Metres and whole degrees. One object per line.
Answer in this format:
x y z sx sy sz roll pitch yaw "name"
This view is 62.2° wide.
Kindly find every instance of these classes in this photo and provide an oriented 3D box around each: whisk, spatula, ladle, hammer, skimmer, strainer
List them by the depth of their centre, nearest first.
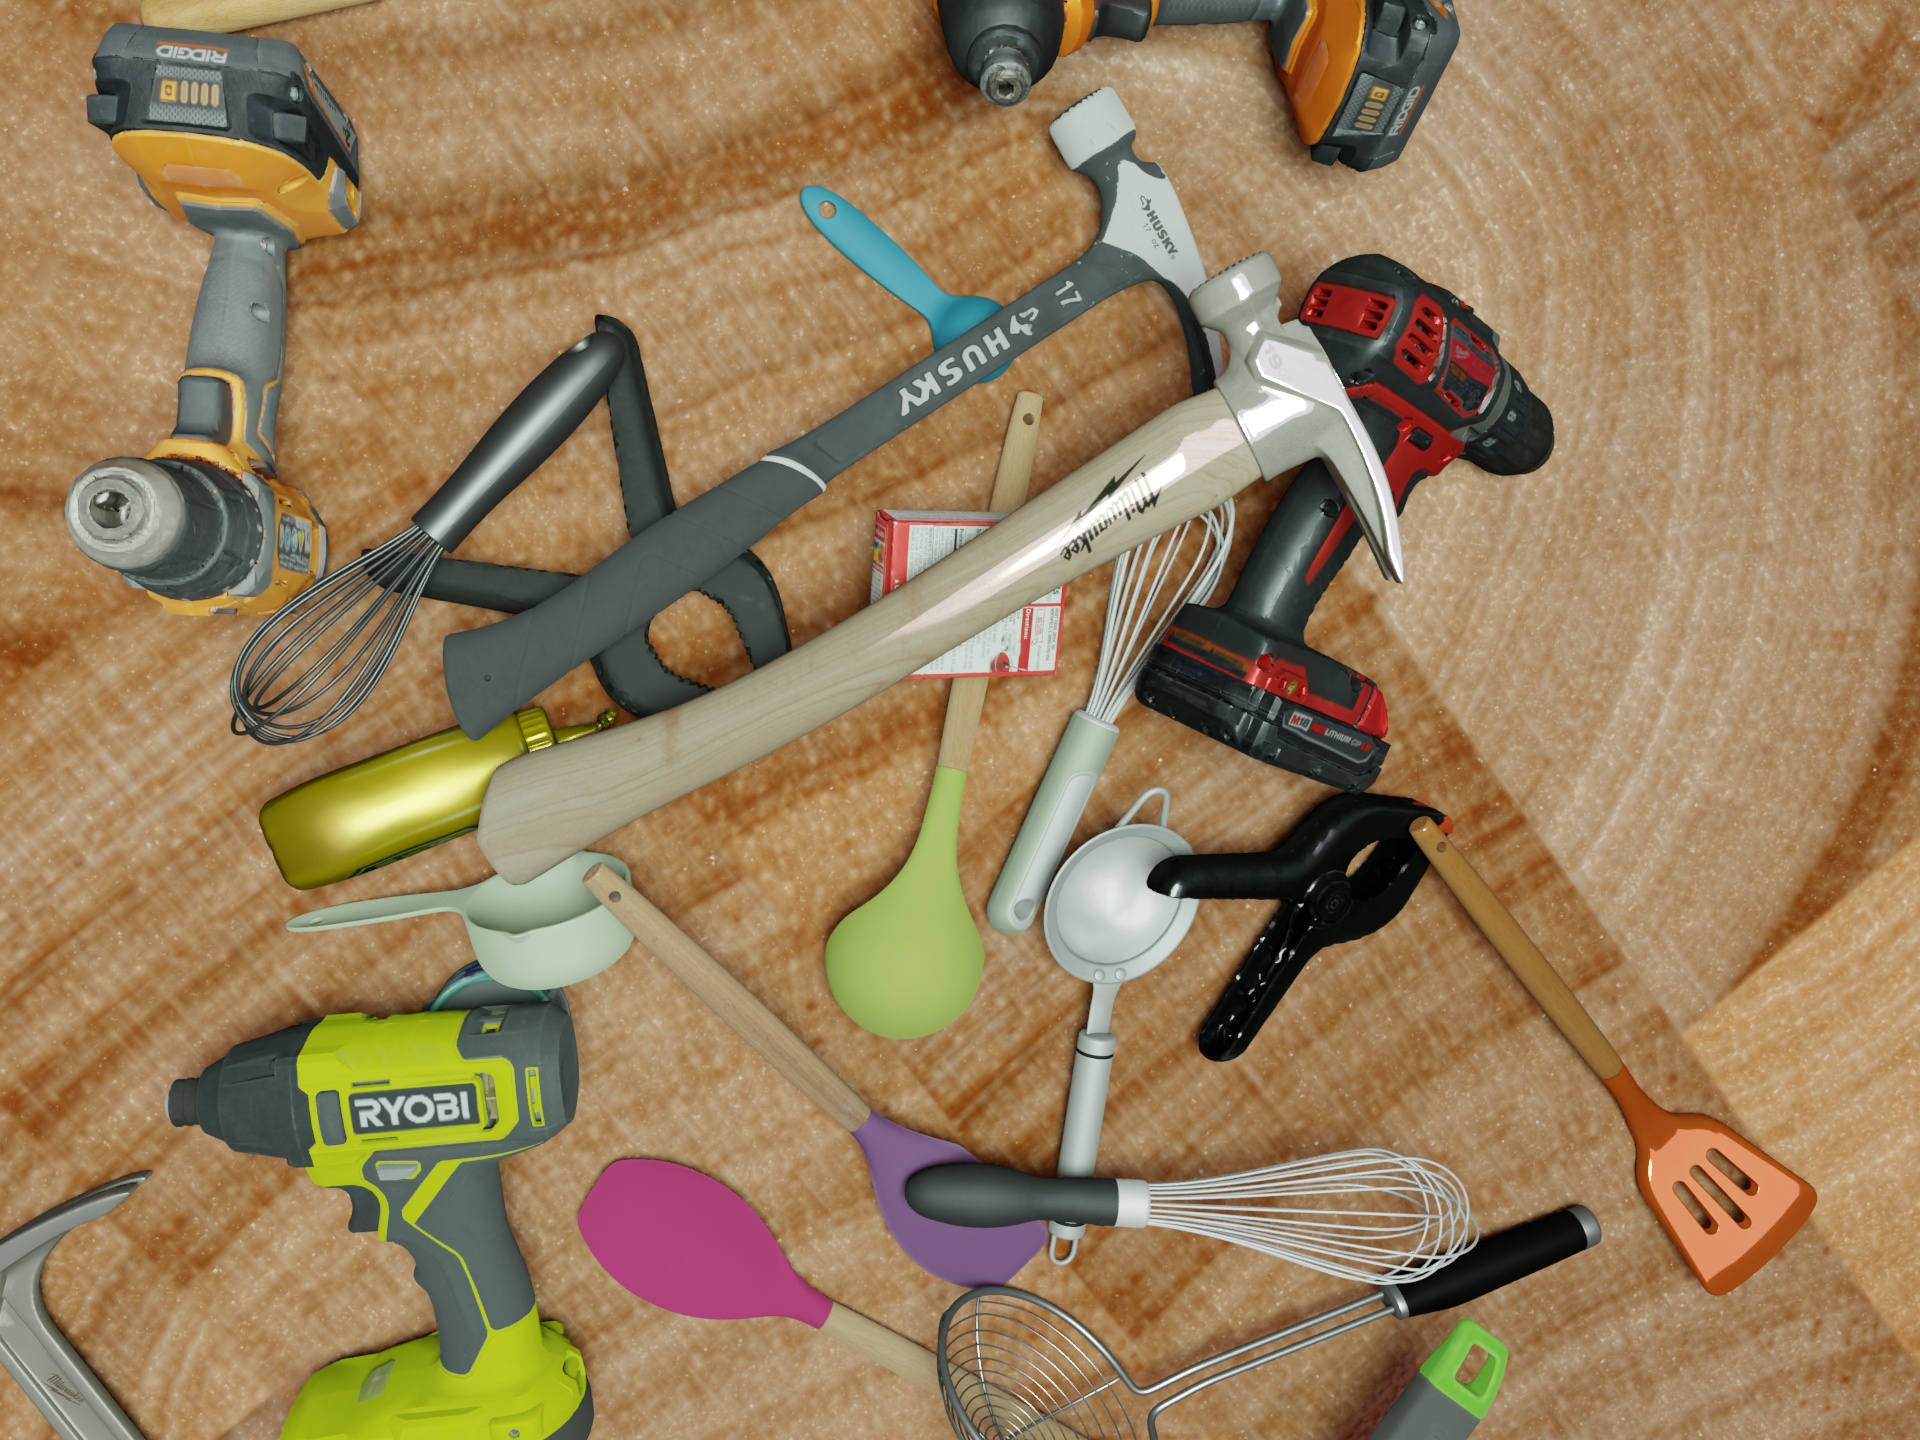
-0.019 -0.031 0.675 0.410 0.038 0.146 -29 95 7 "hammer"
-0.231 -0.082 0.696 0.055 0.055 0.239 42 83 -10 "whisk"
-0.240 -0.338 0.710 0.245 0.051 0.047 -14 76 -3 "whisk"
-0.056 -0.119 0.724 0.409 0.036 0.149 -36 103 -9 "hammer"
-0.351 0.393 0.754 0.149 0.037 0.359 -33 98 -4 "hammer"
-0.066 0.176 0.755 0.060 0.018 0.315 -42 113 -4 "spatula"
-0.001 -0.002 0.776 0.078 0.062 0.320 13 86 -12 "ladle"
0.114 0.238 0.776 0.284 0.070 0.070 4 94 -6 "whisk"
0.071 -0.006 0.779 0.057 0.059 0.246 20 96 -37 "whisk"
0.165 0.294 0.794 0.363 0.127 0.090 -15 128 -13 "skimmer"
0.067 0.153 0.794 0.086 0.050 0.258 4 100 -25 "strainer"
0.330 0.167 0.823 0.081 0.041 0.322 -42 107 -3 "spatula"

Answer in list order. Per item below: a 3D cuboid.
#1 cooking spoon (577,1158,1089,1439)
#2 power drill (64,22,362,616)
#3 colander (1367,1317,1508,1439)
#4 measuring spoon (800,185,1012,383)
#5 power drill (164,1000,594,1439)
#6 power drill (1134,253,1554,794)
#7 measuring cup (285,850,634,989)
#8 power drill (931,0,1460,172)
-0.047 0.311 0.801 0.318 0.017 0.069 32 90 -9 "cooking spoon"
-0.303 -0.155 0.641 0.084 0.185 0.226 3 91 -7 "power drill"
0.134 0.457 0.803 0.204 0.094 0.397 38 86 -10 "colander"
-0.024 -0.211 0.757 0.128 0.021 0.042 39 88 -12 "measuring spoon"
-0.253 0.240 0.717 0.171 0.080 0.223 -4 104 -4 "power drill"
0.195 -0.085 0.754 0.187 0.080 0.226 17 99 -45 "power drill"
-0.231 0.099 0.739 0.167 0.083 0.038 -7 112 8 "measuring cup"
0.098 -0.315 0.707 0.226 0.084 0.164 7 56 -9 "power drill"
